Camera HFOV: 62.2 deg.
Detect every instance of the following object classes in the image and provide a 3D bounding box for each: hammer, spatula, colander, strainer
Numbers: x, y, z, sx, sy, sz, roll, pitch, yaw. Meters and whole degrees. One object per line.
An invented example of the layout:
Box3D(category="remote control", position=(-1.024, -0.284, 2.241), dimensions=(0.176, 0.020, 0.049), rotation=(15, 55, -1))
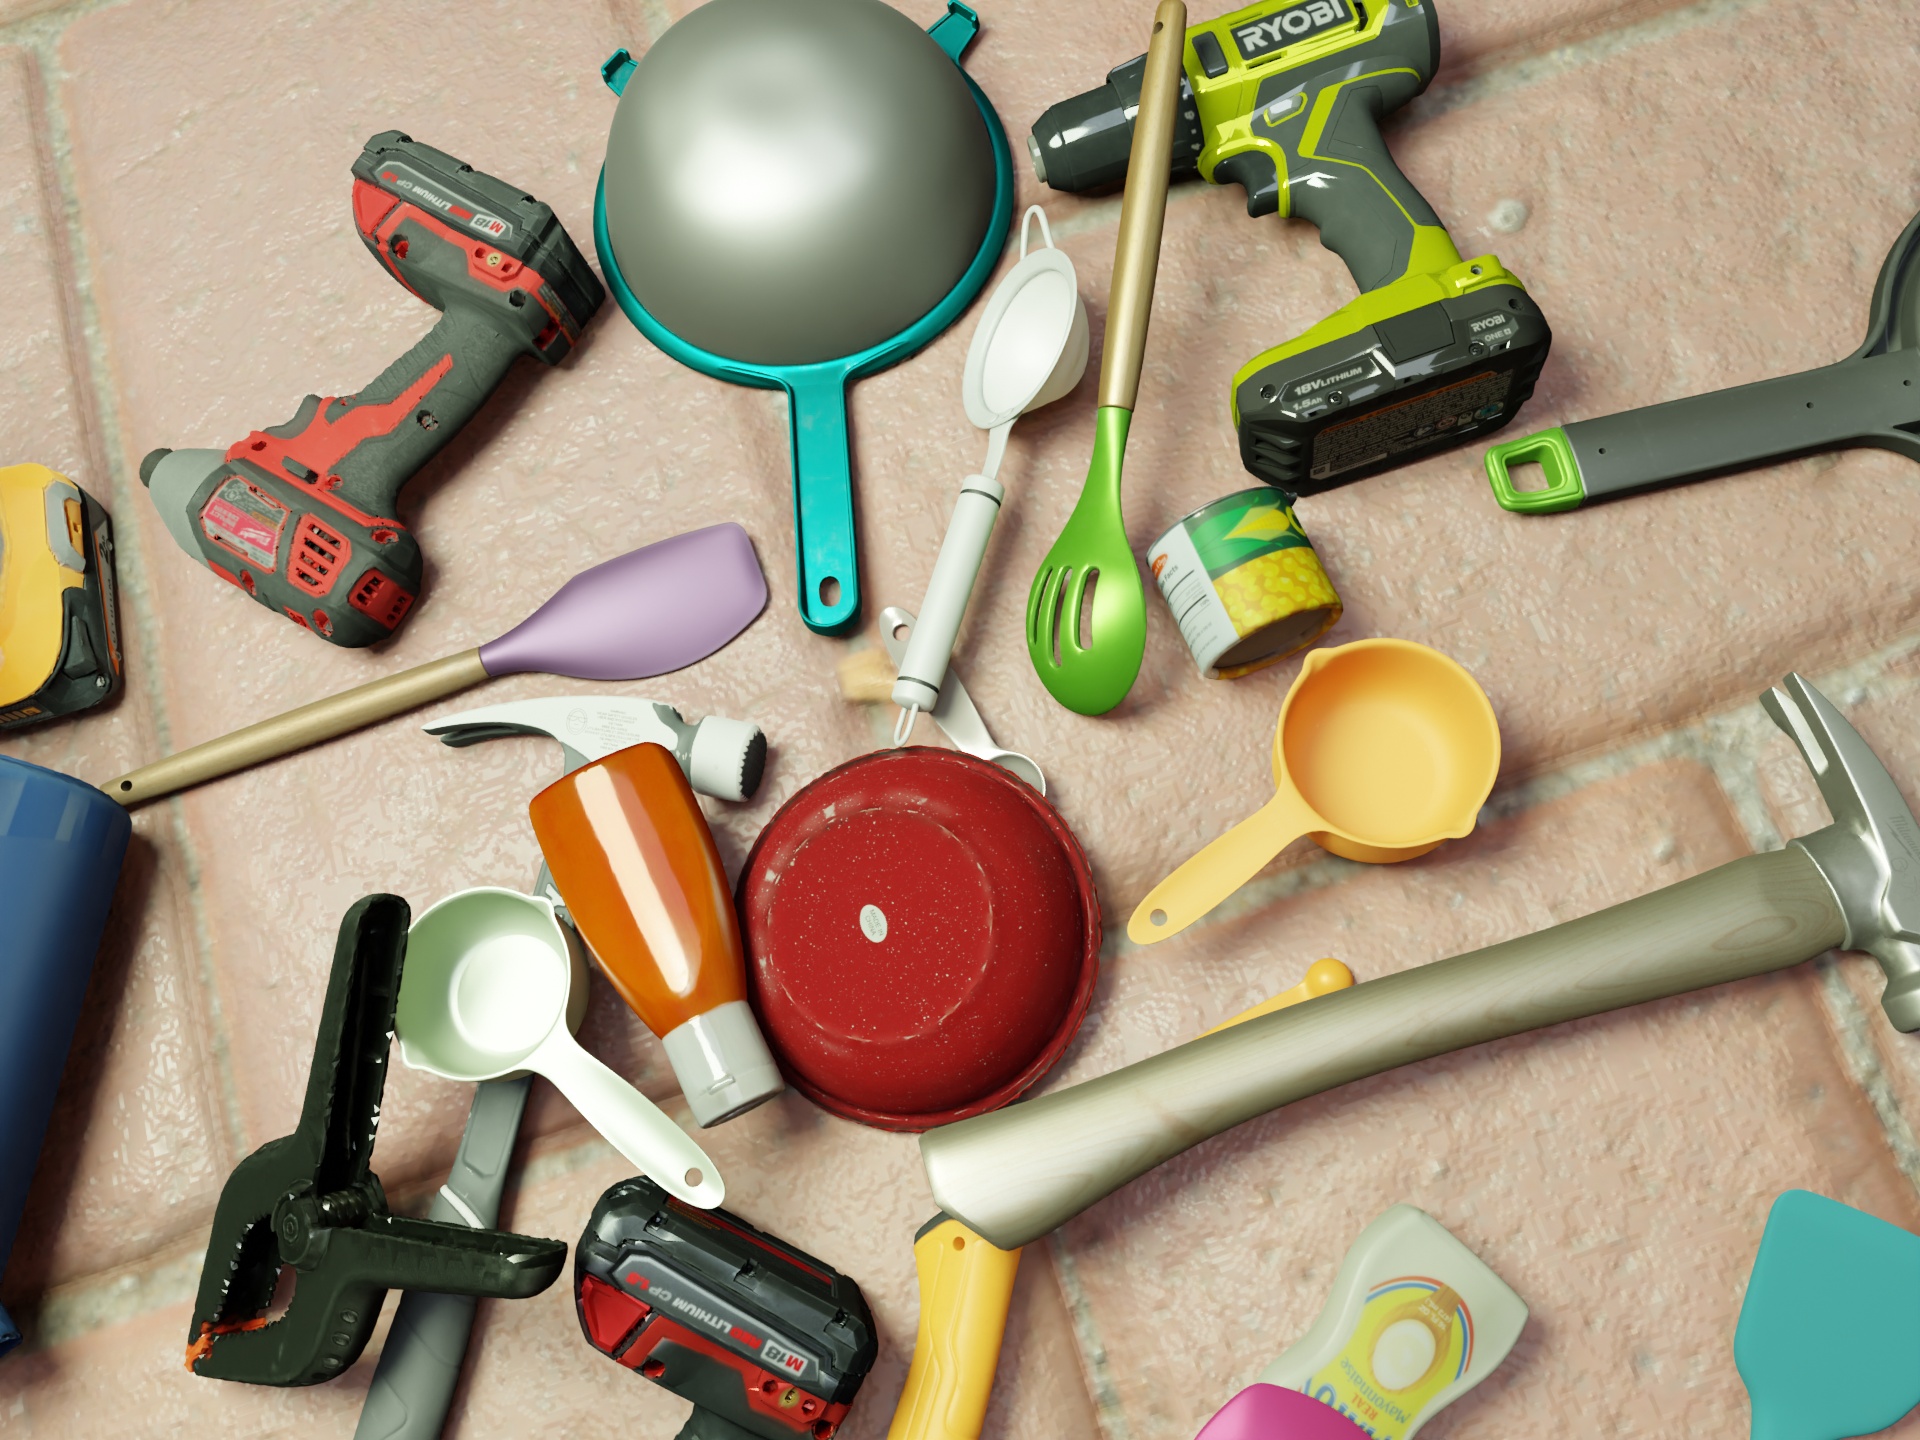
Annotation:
Box3D(category="hammer", position=(-0.202, 0.181, 0.653), dimensions=(0.149, 0.036, 0.409), rotation=(11, 75, 10))
Box3D(category="spatula", position=(0.267, 0.325, 0.556), dimensions=(0.082, 0.044, 0.317), rotation=(25, 78, 12))
Box3D(category="colander", position=(0.424, -0.157, 0.661), dimensions=(0.397, 0.094, 0.205), rotation=(-13, 72, 2))
Box3D(category="strainer", position=(0.013, -0.108, 0.709), dimensions=(0.050, 0.087, 0.258), rotation=(26, 74, -28))
Box3D(category="spatula", position=(-0.240, -0.016, 0.726), dimensions=(0.316, 0.018, 0.060), rotation=(-19, 83, -1))
Box3D(category="hammer", position=(-0.028, 0.347, 0.569), dimensions=(0.127, 0.034, 0.337), rotation=(4, 68, 33))
Box3D(category="strainer", position=(-0.077, -0.211, 0.729), dimensions=(0.211, 0.095, 0.341), rotation=(-7, 71, 4))
Box3D(category="hammer", position=(0.181, 0.104, 0.619), dimensions=(0.410, 0.038, 0.146), rotation=(-17, 71, -5))

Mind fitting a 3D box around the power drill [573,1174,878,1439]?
Box3D(category="power drill", position=(-0.150, 0.284, 0.580), dimensions=(0.188, 0.080, 0.227), rotation=(28, 80, -1))

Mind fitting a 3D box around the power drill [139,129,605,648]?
Box3D(category="power drill", position=(-0.279, -0.155, 0.746), dimensions=(0.143, 0.078, 0.220), rotation=(28, 81, 14))

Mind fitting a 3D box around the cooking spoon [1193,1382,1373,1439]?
Box3D(category="cooking spoon", position=(0.200, 0.360, 0.536), dimensions=(0.069, 0.017, 0.319), rotation=(-42, 78, -7))

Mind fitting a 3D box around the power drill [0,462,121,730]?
Box3D(category="power drill", position=(-0.445, -0.059, 0.651), dimensions=(0.084, 0.226, 0.185), rotation=(-15, 72, 1))

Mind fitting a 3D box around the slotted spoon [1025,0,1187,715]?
Box3D(category="slotted spoon", position=(0.069, -0.159, 0.688), dimensions=(0.070, 0.031, 0.314), rotation=(5, 85, 49))

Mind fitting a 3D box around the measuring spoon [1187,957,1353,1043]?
Box3D(category="measuring spoon", position=(0.110, 0.132, 0.648), dimensions=(0.117, 0.011, 0.021), rotation=(-32, 72, -4))

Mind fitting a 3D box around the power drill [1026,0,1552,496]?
Box3D(category="power drill", position=(0.147, -0.224, 0.722), dimensions=(0.190, 0.080, 0.229), rotation=(-19, 70, 5))

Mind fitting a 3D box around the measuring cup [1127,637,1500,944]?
Box3D(category="measuring cup", position=(0.139, 0.040, 0.654), dimensions=(0.173, 0.052, 0.095), rotation=(-37, 73, -4))

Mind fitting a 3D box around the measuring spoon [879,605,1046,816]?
Box3D(category="measuring spoon", position=(-0.001, -0.002, 0.702), dimensions=(0.034, 0.018, 0.124), rotation=(-35, 66, 3))

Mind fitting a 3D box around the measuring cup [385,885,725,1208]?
Box3D(category="measuring cup", position=(-0.151, 0.133, 0.625), dimensions=(0.168, 0.038, 0.083), rotation=(38, 82, 15))
